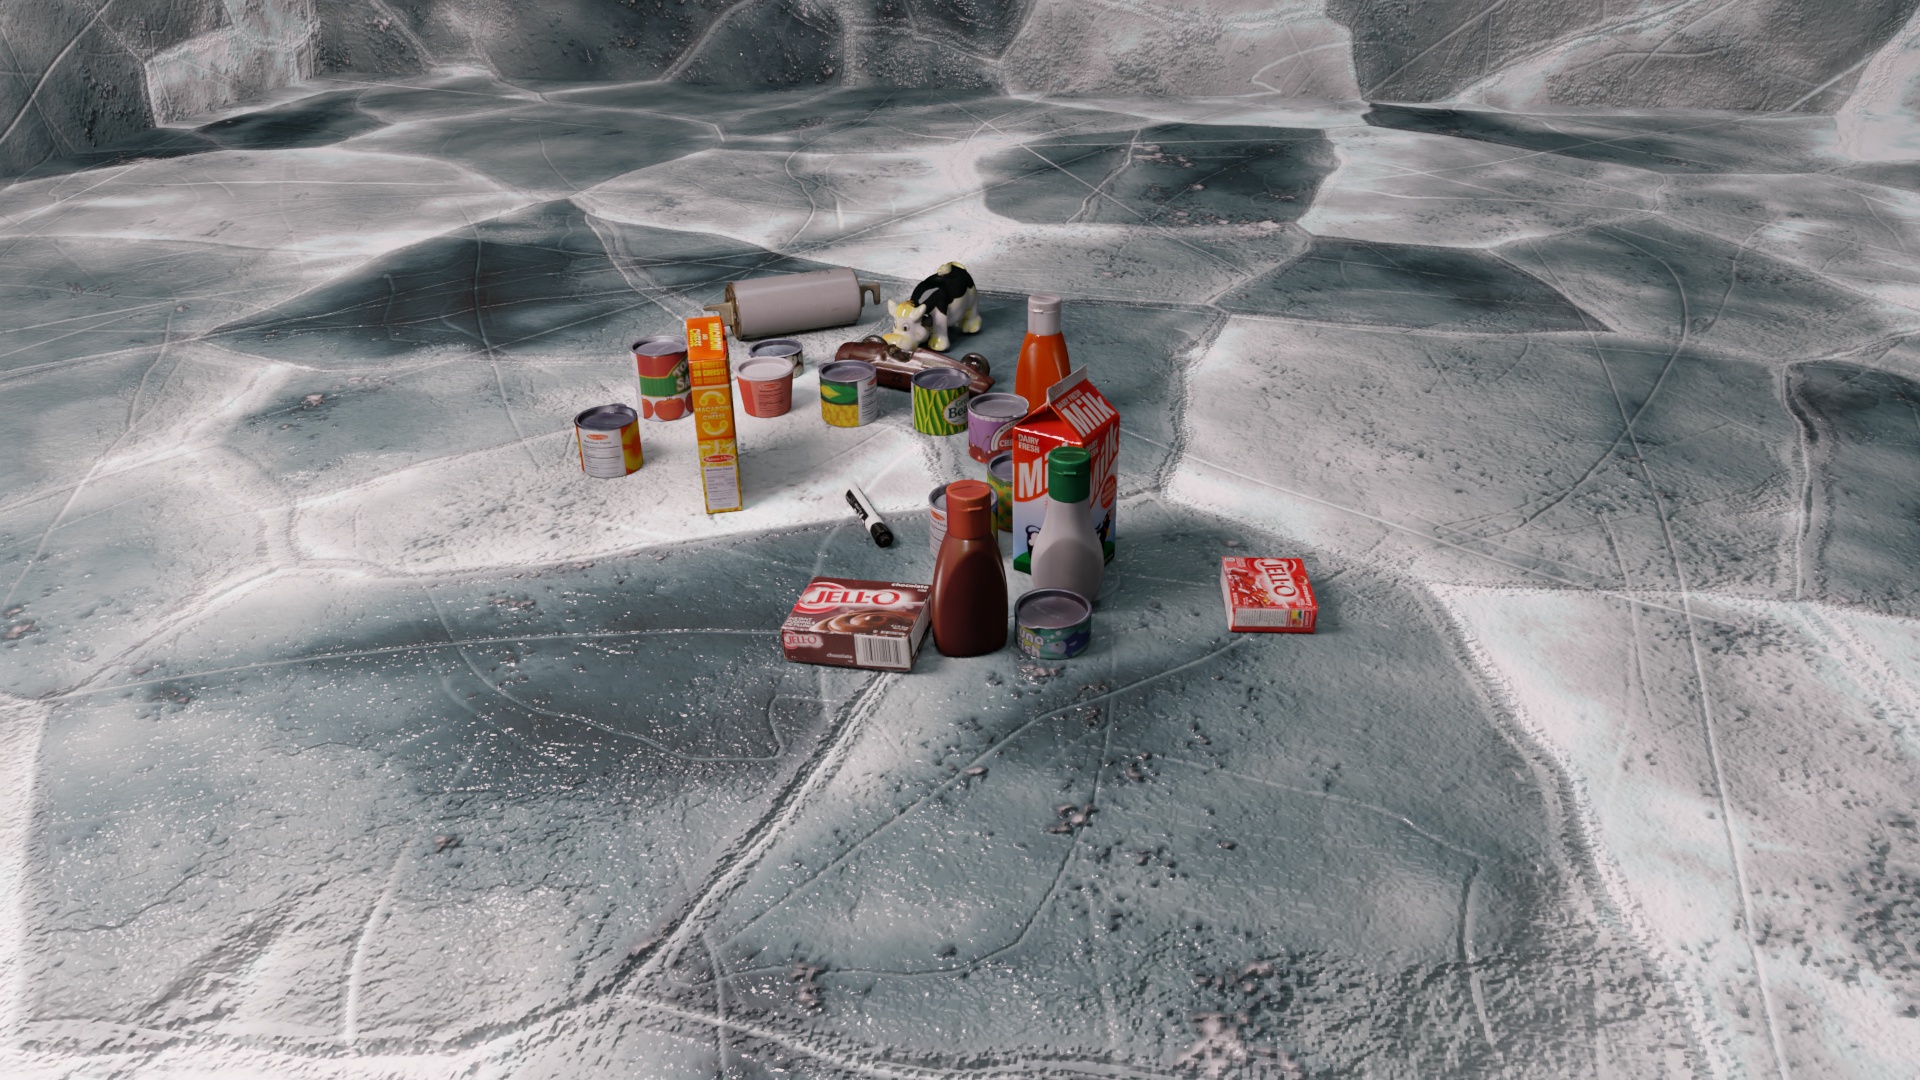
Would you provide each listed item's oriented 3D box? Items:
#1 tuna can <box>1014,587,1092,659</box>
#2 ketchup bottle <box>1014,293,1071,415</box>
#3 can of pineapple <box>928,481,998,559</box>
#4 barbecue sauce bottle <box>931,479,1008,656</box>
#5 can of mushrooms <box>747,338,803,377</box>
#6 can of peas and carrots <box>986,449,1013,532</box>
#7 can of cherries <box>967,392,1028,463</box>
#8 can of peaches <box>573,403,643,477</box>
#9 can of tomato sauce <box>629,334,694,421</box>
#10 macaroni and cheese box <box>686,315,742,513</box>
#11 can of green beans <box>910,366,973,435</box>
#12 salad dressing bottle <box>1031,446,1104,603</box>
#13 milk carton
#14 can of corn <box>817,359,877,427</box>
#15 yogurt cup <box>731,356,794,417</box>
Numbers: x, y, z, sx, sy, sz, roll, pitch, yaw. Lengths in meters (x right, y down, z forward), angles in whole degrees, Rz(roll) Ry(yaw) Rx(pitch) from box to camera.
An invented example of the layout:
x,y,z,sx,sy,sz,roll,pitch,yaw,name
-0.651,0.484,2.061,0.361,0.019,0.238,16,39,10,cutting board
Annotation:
x,y,z,sx,sy,sz,roll,pitch,yaw,name
0.077,0.071,1.179,0.071,0.032,0.071,-1,29,0,tuna can
0.093,-0.200,1.551,0.065,0.148,0.044,13,32,24,ketchup bottle
0.005,-0.016,1.314,0.071,0.057,0.071,-1,29,0,can of pineapple
0.007,0.023,1.148,0.065,0.147,0.044,-8,29,-14,barbecue sauce bottle
-0.229,-0.224,1.720,0.071,0.033,0.071,-1,29,0,can of mushrooms
0.058,-0.049,1.371,0.071,0.058,0.071,-1,29,0,can of peas and carrots
0.042,-0.120,1.500,0.071,0.058,0.072,-1,29,0,can of cherries
-0.375,-0.107,1.487,0.071,0.057,0.071,-1,29,0,can of peaches
-0.343,-0.188,1.607,0.071,0.082,0.071,-1,29,0,can of tomato sauce
-0.250,-0.129,1.413,0.040,0.165,0.124,-6,29,-9,macaroni and cheese box
-0.023,-0.157,1.570,0.071,0.057,0.071,-1,29,0,can of green beans
0.094,-0.009,1.205,0.064,0.147,0.044,1,29,3,salad dressing bottle
0.095,-0.060,1.254,0.073,0.189,0.073,16,33,29,milk carton
-0.131,-0.169,1.594,0.071,0.058,0.071,-1,29,0,can of corn
-0.226,-0.177,1.615,0.072,0.053,0.073,-1,29,0,yogurt cup
